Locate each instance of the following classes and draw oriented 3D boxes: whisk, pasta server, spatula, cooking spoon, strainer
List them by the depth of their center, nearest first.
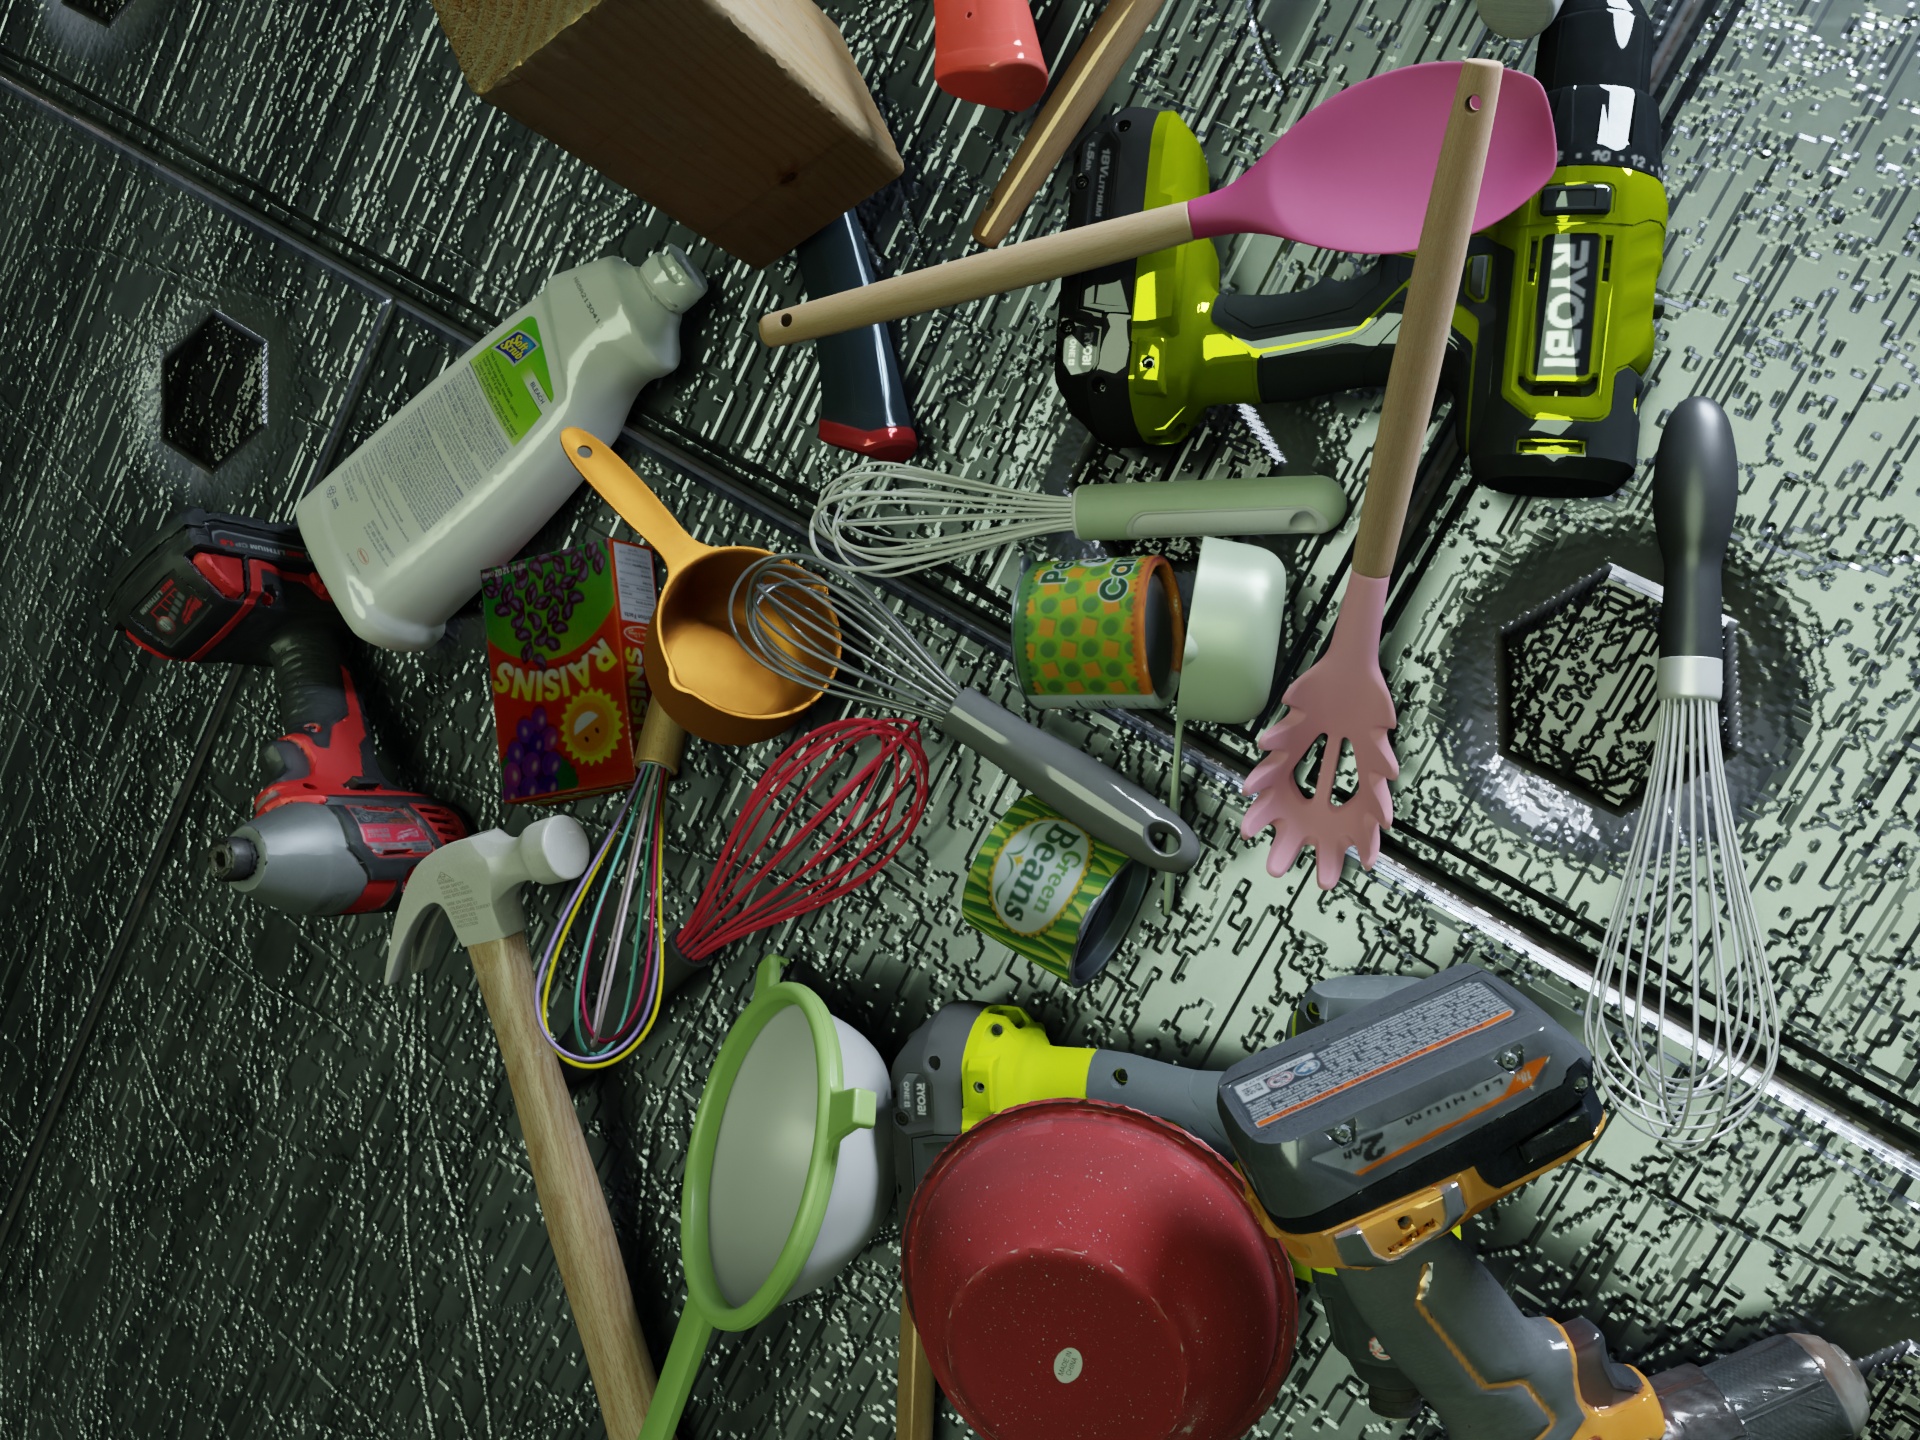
[{"bbox_3d":[0.160,-0.079,0.599,0.060,0.040,0.316,14,119,15],"label":"pasta server"},{"bbox_3d":[0.273,0.017,0.599,0.070,0.070,0.285,2,84,24],"label":"whisk"},{"bbox_3d":[0.088,-0.331,0.625,0.317,0.044,0.082,-56,34,9],"label":"spatula"},{"bbox_3d":[0.066,-0.190,0.627,0.319,0.017,0.069,-10,87,18],"label":"cooking spoon"},{"bbox_3d":[-0.002,-0.002,0.682,0.239,0.055,0.055,32,101,17],"label":"whisk"},{"bbox_3d":[0.046,-0.091,0.707,0.246,0.057,0.059,1,58,20],"label":"whisk"},{"bbox_3d":[-0.085,0.247,0.723,0.152,0.069,0.256,36,108,63],"label":"strainer"},{"bbox_3d":[-0.146,0.044,0.754,0.047,0.051,0.245,-3,65,30],"label":"whisk"},{"bbox_3d":[-0.118,0.098,0.767,0.295,0.073,0.073,-44,72,22],"label":"whisk"}]

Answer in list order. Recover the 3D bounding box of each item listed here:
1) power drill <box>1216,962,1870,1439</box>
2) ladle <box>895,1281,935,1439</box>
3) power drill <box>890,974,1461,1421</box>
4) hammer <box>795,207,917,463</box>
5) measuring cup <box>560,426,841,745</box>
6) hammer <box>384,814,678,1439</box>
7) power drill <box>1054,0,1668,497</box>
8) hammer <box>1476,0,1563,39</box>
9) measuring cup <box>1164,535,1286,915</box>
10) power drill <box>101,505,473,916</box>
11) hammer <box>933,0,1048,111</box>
[{"bbox_3d":[0.208,0.203,0.562,0.185,0.084,0.226,-24,100,0],"label":"power drill"},{"bbox_3d":[-0.027,0.347,0.716,0.078,0.062,0.320,1,86,25],"label":"ladle"},{"bbox_3d":[0.090,0.194,0.659,0.223,0.080,0.171,-3,91,21],"label":"power drill"},{"bbox_3d":[-0.071,-0.312,0.771,0.143,0.038,0.386,-19,80,21],"label":"hammer"},{"bbox_3d":[-0.133,-0.063,0.751,0.173,0.095,0.052,48,148,4],"label":"measuring cup"},{"bbox_3d":[-0.198,0.216,0.780,0.130,0.031,0.331,-15,92,29],"label":"hammer"},{"bbox_3d":[0.163,-0.191,0.642,0.228,0.080,0.190,5,90,21],"label":"power drill"},{"bbox_3d":[0.110,-0.359,0.675,0.331,0.033,0.128,21,69,29],"label":"hammer"},{"bbox_3d":[0.110,0.007,0.670,0.038,0.083,0.167,7,107,10],"label":"measuring cup"},{"bbox_3d":[-0.351,0.002,0.827,0.078,0.143,0.220,-37,72,21],"label":"power drill"},{"bbox_3d":[-0.013,-0.433,0.705,0.149,0.036,0.359,-21,73,20],"label":"hammer"}]
